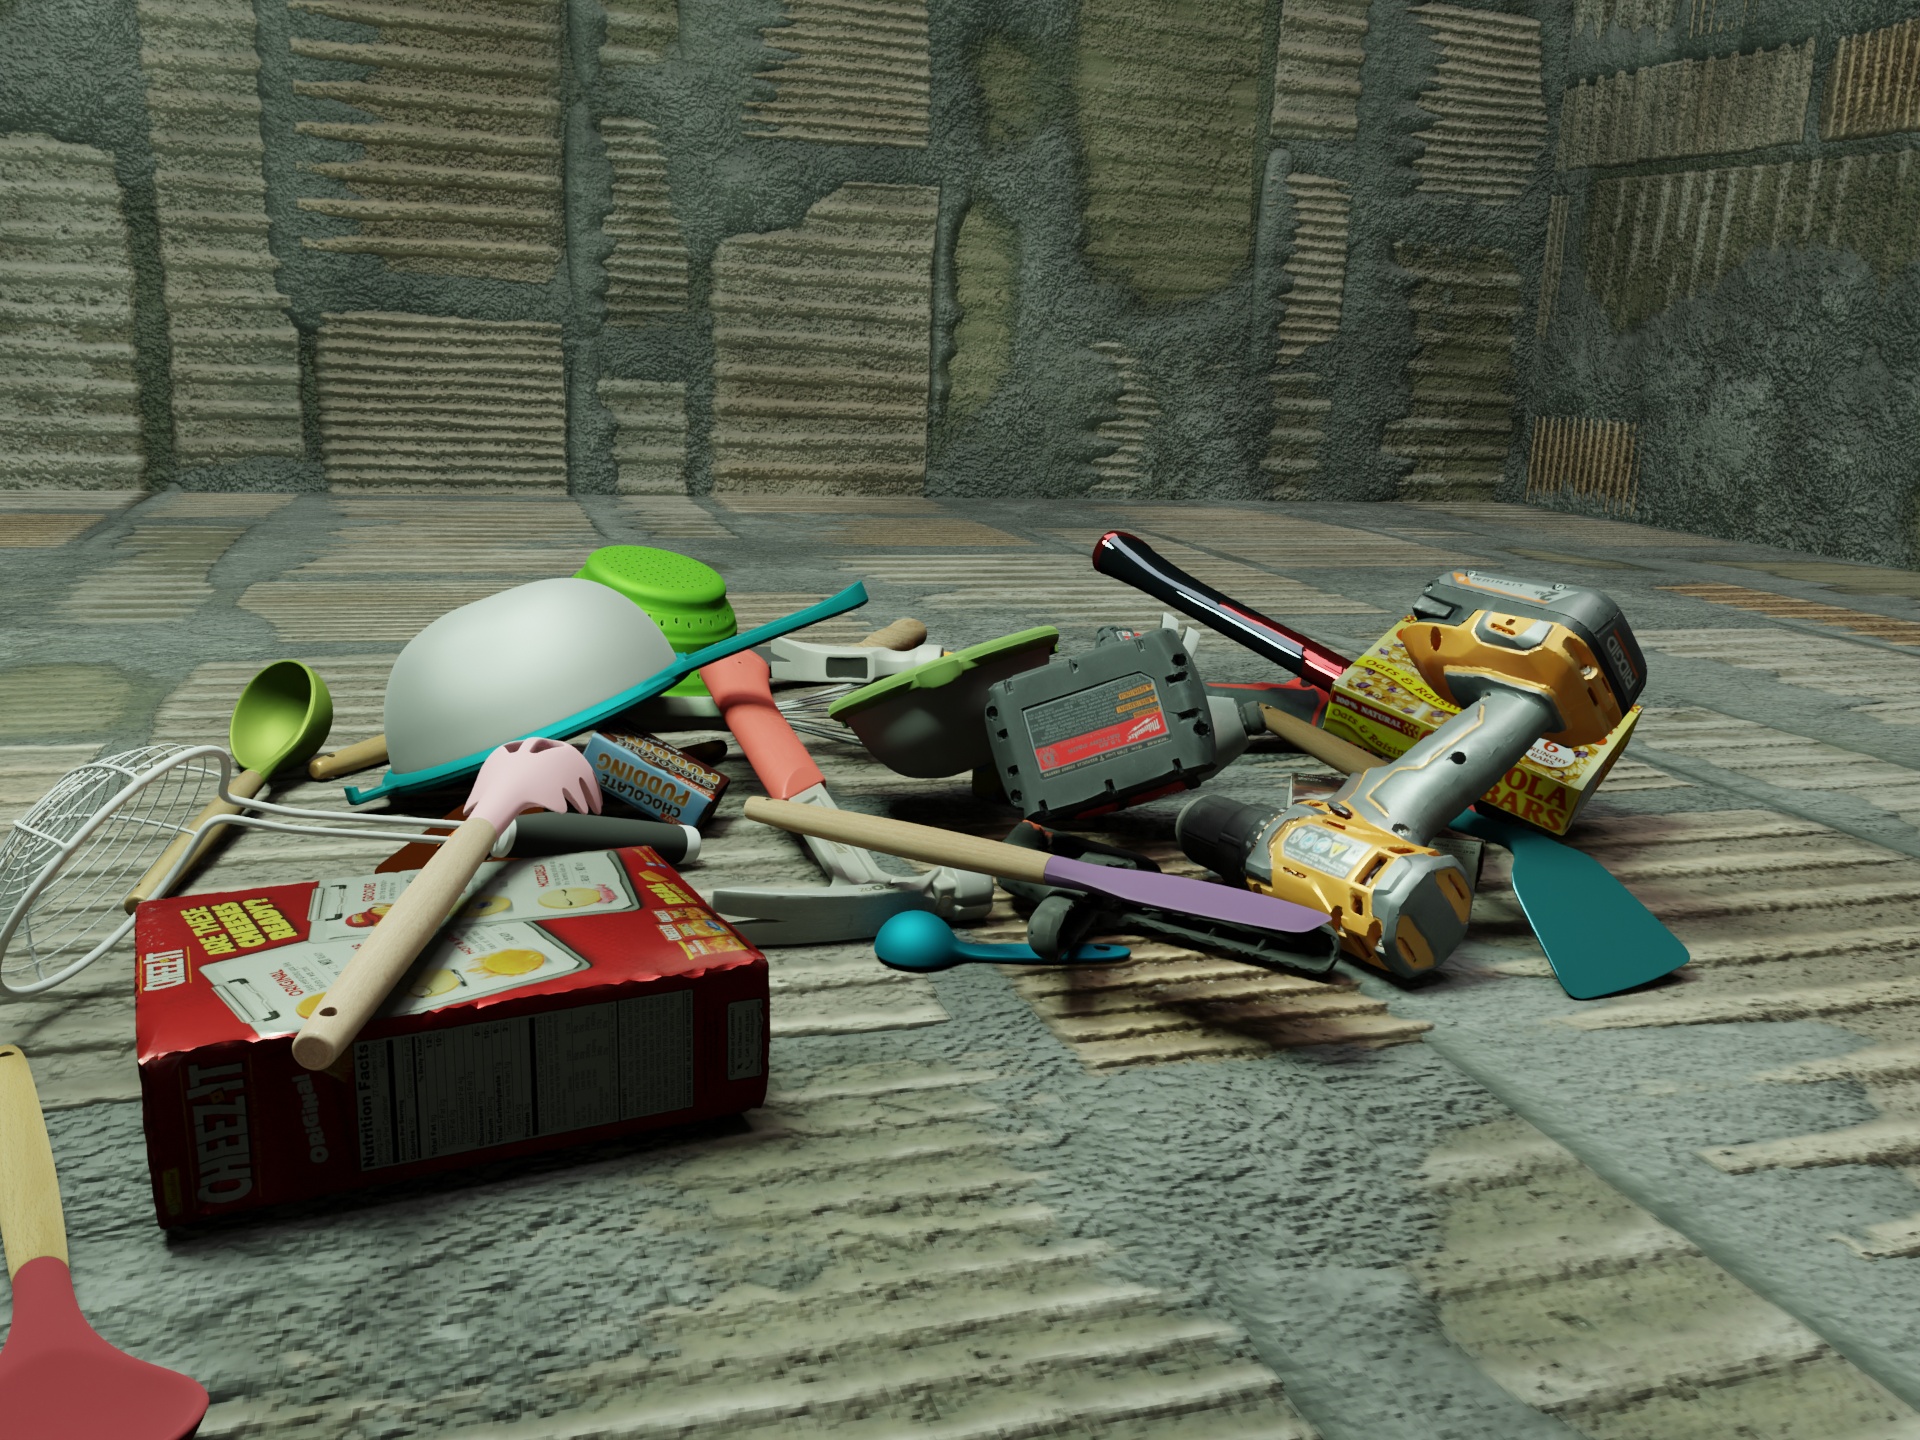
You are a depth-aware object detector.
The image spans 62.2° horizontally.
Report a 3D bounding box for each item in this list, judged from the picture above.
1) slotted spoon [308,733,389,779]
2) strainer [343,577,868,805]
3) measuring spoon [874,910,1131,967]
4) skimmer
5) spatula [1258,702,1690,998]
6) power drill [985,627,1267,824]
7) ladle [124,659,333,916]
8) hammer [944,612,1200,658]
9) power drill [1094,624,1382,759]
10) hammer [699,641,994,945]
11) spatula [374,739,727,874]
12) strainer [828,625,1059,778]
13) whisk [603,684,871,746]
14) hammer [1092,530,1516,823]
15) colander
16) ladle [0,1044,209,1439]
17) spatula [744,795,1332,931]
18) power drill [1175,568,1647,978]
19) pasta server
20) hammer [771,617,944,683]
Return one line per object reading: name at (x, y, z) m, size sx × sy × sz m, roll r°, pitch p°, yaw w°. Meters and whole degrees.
slotted spoon at (-0.358, -0.003, 1.174) m, size 0.070 × 0.031 × 0.314 m, roll 14°, pitch 19°, yaw 21°
strainer at (-0.228, -0.056, 1.013) m, size 0.340 × 0.095 × 0.211 m, roll -19°, pitch 12°, yaw 13°
measuring spoon at (0.022, 0.106, 0.788) m, size 0.128 × 0.021 × 0.042 m, roll 2°, pitch 13°, yaw -6°
skimmer at (-0.265, 0.074, 0.762) m, size 0.363 × 0.127 × 0.090 m, roll 8°, pitch 36°, yaw -46°
spatula at (0.261, 0.056, 0.901) m, size 0.082 × 0.044 × 0.318 m, roll -12°, pitch 25°, yaw -24°
power drill at (0.102, 0.011, 0.924) m, size 0.143 × 0.078 × 0.219 m, roll -18°, pitch -10°, yaw 12°
ladle at (-0.436, 0.037, 0.936) m, size 0.062 × 0.078 × 0.320 m, roll 45°, pitch 7°, yaw -17°
hammer at (0.055, -0.029, 1.206) m, size 0.034 × 0.127 × 0.337 m, roll 27°, pitch -5°, yaw -27°
power drill at (0.217, -0.022, 1.250) m, size 0.226 × 0.080 × 0.188 m, roll 6°, pitch 14°, yaw 1°
hammer at (-0.113, 0.030, 0.950) m, size 0.149 × 0.036 × 0.359 m, roll -2°, pitch 23°, yaw -22°
spatula at (-0.226, 0.050, 0.988) m, size 0.081 × 0.041 × 0.322 m, roll 9°, pitch 11°, yaw 19°
strainer at (-0.001, -0.003, 0.932) m, size 0.151 × 0.069 × 0.256 m, roll -20°, pitch 0°, yaw 1°
whisk at (-0.136, -0.003, 1.139) m, size 0.246 × 0.059 × 0.057 m, roll 0°, pitch -32°, yaw -26°
hammer at (0.237, -0.041, 1.142) m, size 0.387 × 0.038 × 0.143 m, roll 33°, pitch 41°, yaw 33°
colander at (-0.186, -0.082, 1.318) m, size 0.397 × 0.094 × 0.205 m, roll -2°, pitch 27°, yaw -39°
ladle at (-0.291, 0.162, 0.498) m, size 0.069 × 0.031 × 0.316 m, roll -3°, pitch 12°, yaw -33°
spatula at (0.023, 0.067, 0.763) m, size 0.316 × 0.018 × 0.059 m, roll 9°, pitch 8°, yaw 31°
power drill at (0.234, 0.022, 0.860) m, size 0.226 × 0.084 × 0.185 m, roll -47°, pitch 31°, yaw -14°
pasta server at (-0.197, 0.062, 0.629) m, size 0.060 × 0.040 × 0.316 m, roll 0°, pitch 16°, yaw -1°
hammer at (-0.064, -0.057, 1.255) m, size 0.130 × 0.031 × 0.331 m, roll 2°, pitch 7°, yaw 5°
